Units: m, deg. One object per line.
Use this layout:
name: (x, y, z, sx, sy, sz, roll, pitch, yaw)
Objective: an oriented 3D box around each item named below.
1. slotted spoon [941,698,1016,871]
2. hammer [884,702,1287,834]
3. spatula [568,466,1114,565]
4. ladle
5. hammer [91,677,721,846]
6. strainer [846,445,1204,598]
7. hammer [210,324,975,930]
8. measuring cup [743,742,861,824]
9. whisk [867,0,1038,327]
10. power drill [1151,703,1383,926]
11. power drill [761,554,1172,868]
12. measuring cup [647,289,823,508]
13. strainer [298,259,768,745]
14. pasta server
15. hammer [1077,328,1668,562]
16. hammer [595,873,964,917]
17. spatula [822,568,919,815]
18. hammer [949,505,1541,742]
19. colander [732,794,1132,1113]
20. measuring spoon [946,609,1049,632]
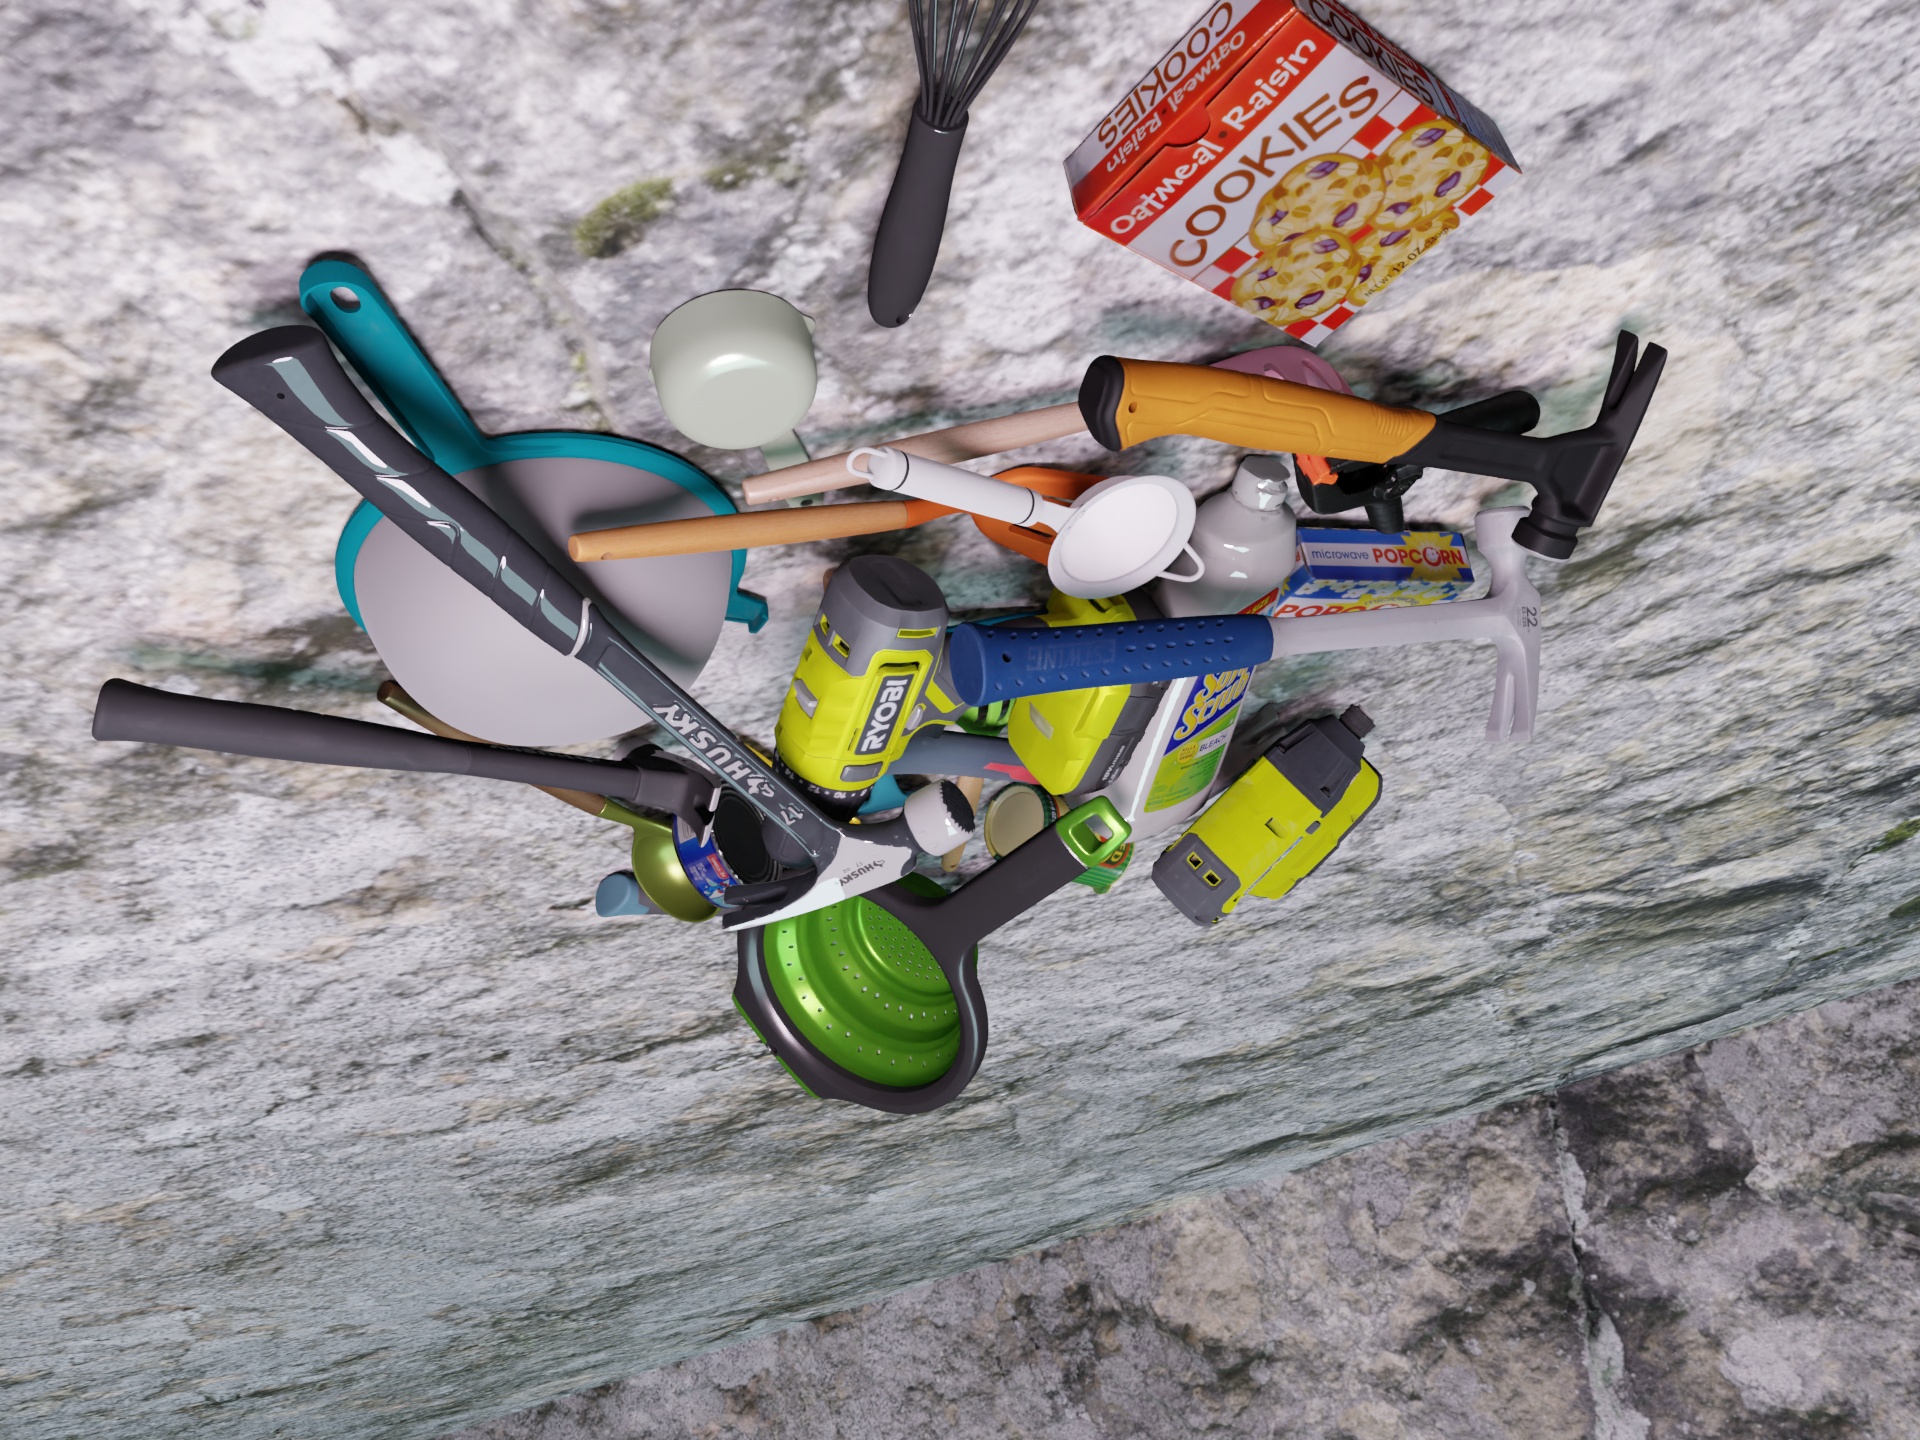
slotted spoon: (0.010, 0.040, 1.144, 0.070, 0.031, 0.313, -13, 153, -15)
hammer: (0.070, 0.021, 1.075, 0.386, 0.038, 0.143, 8, 142, -47)
spatula: (-0.047, -0.098, 0.822, 0.322, 0.041, 0.081, -11, 153, -36)
ladle: (-0.254, 0.057, 1.024, 0.078, 0.062, 0.319, -1, 156, 30)
hammer: (-0.287, 0.019, 0.868, 0.334, 0.035, 0.146, 10, -174, -36)
strainer: (0.037, -0.108, 0.799, 0.258, 0.050, 0.087, 7, 133, -48)
hammer: (-0.168, -0.030, 0.744, 0.149, 0.036, 0.408, -30, 128, 21)
measuring cup: (-0.123, 0.054, 1.084, 0.062, 0.029, 0.156, 11, 159, 36)
whisk: (-0.009, -0.238, 0.630, 0.055, 0.055, 0.238, -5, 154, -16)
power drill: (0.224, 0.060, 1.093, 0.171, 0.080, 0.223, -47, 165, 10)
power drill: (-0.001, -0.003, 0.901, 0.228, 0.080, 0.190, -6, 133, -37)
measuring cup: (-0.093, -0.137, 0.772, 0.083, 0.038, 0.167, -17, 149, 5)
strainer: (-0.220, -0.074, 0.767, 0.211, 0.095, 0.340, -16, 152, 2)
pasta server: (0.047, -0.143, 0.801, 0.316, 0.040, 0.060, -15, 167, -12)
hammer: (0.209, -0.151, 0.795, 0.336, 0.034, 0.127, 1, 121, -28)
hammer: (-0.115, 0.139, 1.240, 0.330, 0.033, 0.128, 4, 155, -26)
spatula: (-0.062, -0.003, 1.041, 0.082, 0.044, 0.317, -12, 146, -2)
hammer: (0.179, -0.041, 0.887, 0.405, 0.144, 0.035, -7, -179, -29)
colander: (-0.006, 0.136, 1.103, 0.397, 0.204, 0.094, -39, -179, 41)
measuring spoon: (0.002, -0.062, 0.979, 0.128, 0.021, 0.042, -10, 149, -27)
